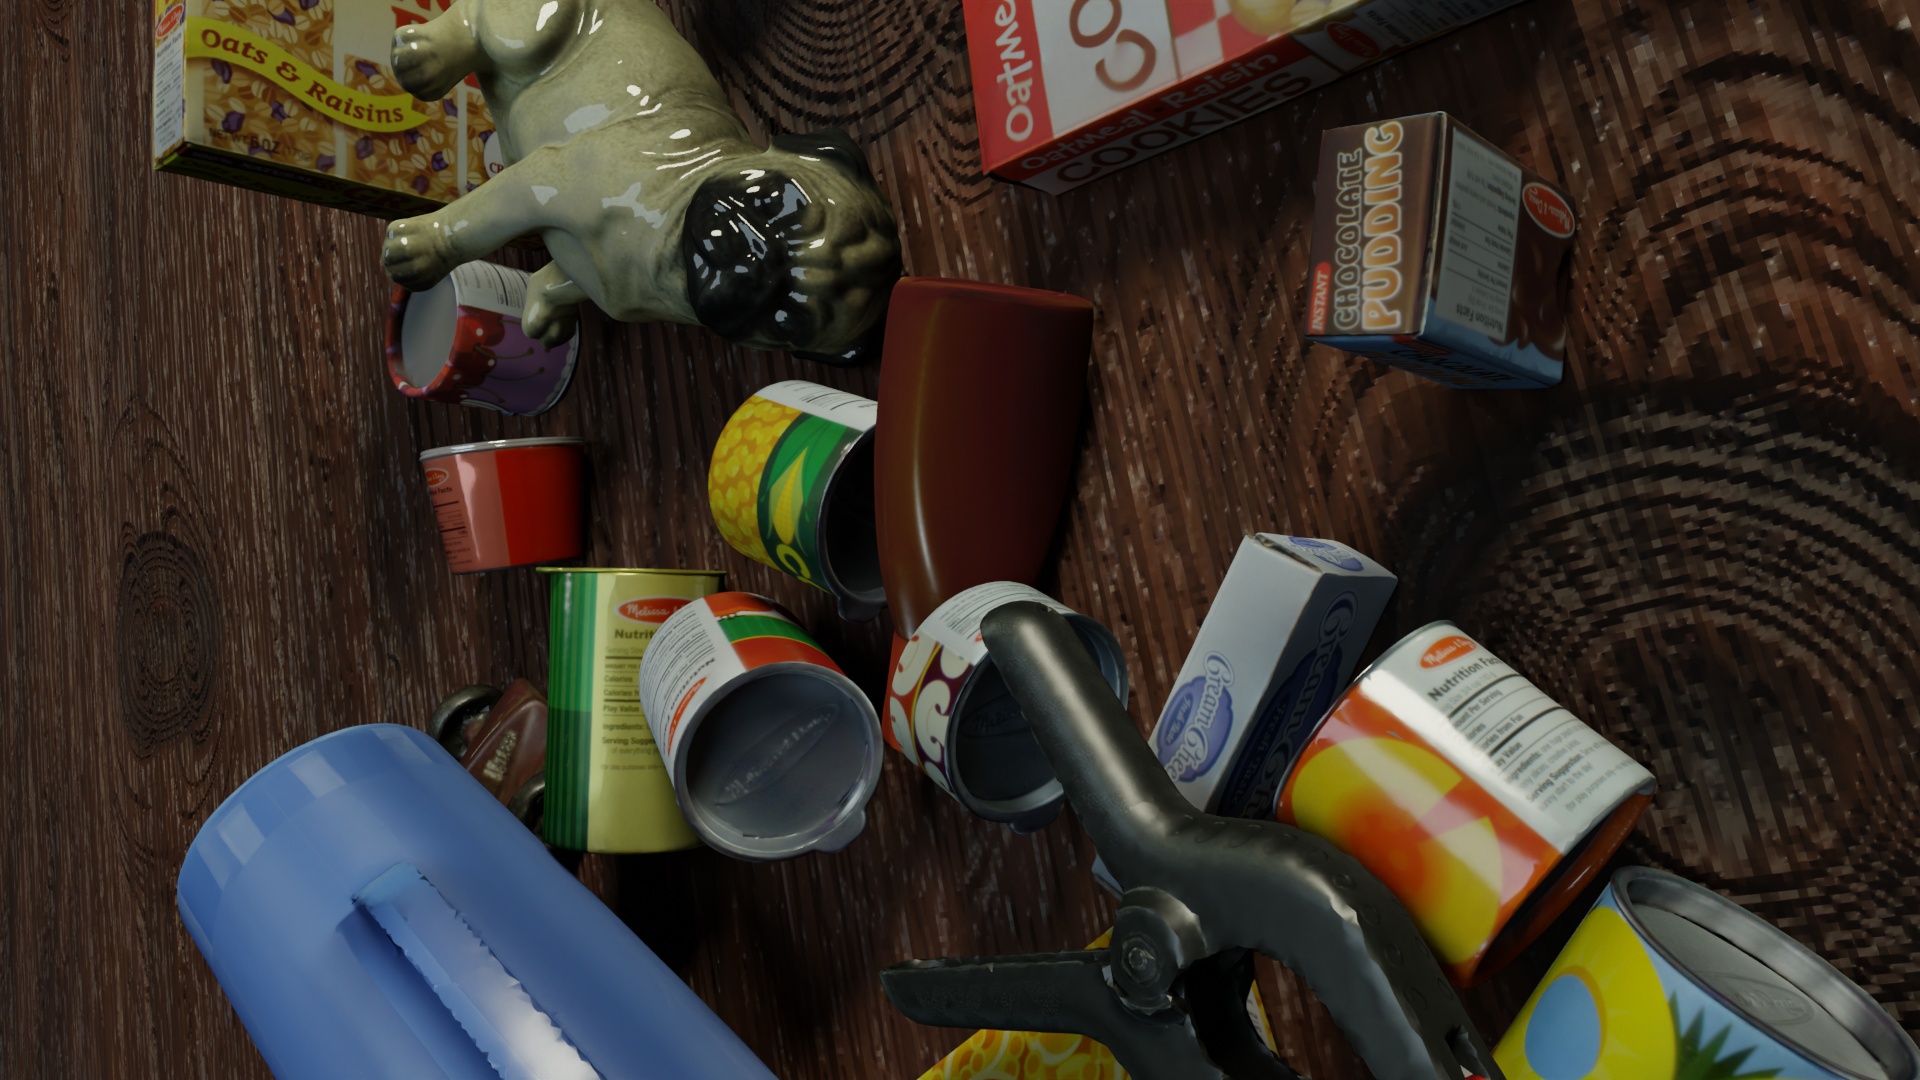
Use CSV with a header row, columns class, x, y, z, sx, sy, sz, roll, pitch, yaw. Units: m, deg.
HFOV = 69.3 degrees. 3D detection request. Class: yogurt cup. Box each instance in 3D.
class,x,y,z,sx,sy,sz,roll,pitch,yaw
yogurt cup,-0.192,-0.015,0.594,0.072,0.072,0.054,-5,92,39

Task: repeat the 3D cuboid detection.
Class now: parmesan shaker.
class,x,y,z,sx,sy,sz,roll,pitch,yaw
parmesan shaker,-0.127,0.062,0.528,0.071,0.071,0.103,0,87,40

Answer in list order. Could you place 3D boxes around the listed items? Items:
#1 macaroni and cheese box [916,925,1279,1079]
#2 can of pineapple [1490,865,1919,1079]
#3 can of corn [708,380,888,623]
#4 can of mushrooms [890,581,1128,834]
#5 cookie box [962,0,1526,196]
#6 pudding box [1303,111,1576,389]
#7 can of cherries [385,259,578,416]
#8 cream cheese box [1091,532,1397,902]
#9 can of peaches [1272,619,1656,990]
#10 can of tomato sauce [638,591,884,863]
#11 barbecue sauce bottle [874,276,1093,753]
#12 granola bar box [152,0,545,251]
class,x,y,z,sx,sy,sz,roll,pitch,yaw
macaroni and cheese box,0.039,0.198,0.356,0.123,0.040,0.167,-47,33,28
can of pineapple,0.155,0.113,0.293,0.071,0.071,0.057,38,111,35
can of corn,-0.042,-0.014,0.466,0.058,0.071,0.071,21,100,40
can of mushrooms,0.014,0.049,0.413,0.033,0.071,0.071,28,105,50
cookie box,0.073,-0.187,0.400,0.167,0.040,0.123,-14,78,38
pudding box,0.116,-0.065,0.329,0.030,0.084,0.049,5,91,43
can of cherries,-0.215,-0.089,0.621,0.071,0.058,0.071,-4,84,39
cream cheese box,0.076,0.049,0.372,0.024,0.053,0.103,32,107,34
can of peaches,0.118,0.064,0.330,0.058,0.071,0.071,42,113,33
can of tomato sauce,-0.068,0.060,0.466,0.083,0.071,0.071,-146,69,-65
barbecue sauce bottle,0.002,-0.005,0.435,0.044,0.065,0.148,27,113,55
granola bar box,-0.243,-0.200,0.583,0.039,0.166,0.124,-7,83,40
